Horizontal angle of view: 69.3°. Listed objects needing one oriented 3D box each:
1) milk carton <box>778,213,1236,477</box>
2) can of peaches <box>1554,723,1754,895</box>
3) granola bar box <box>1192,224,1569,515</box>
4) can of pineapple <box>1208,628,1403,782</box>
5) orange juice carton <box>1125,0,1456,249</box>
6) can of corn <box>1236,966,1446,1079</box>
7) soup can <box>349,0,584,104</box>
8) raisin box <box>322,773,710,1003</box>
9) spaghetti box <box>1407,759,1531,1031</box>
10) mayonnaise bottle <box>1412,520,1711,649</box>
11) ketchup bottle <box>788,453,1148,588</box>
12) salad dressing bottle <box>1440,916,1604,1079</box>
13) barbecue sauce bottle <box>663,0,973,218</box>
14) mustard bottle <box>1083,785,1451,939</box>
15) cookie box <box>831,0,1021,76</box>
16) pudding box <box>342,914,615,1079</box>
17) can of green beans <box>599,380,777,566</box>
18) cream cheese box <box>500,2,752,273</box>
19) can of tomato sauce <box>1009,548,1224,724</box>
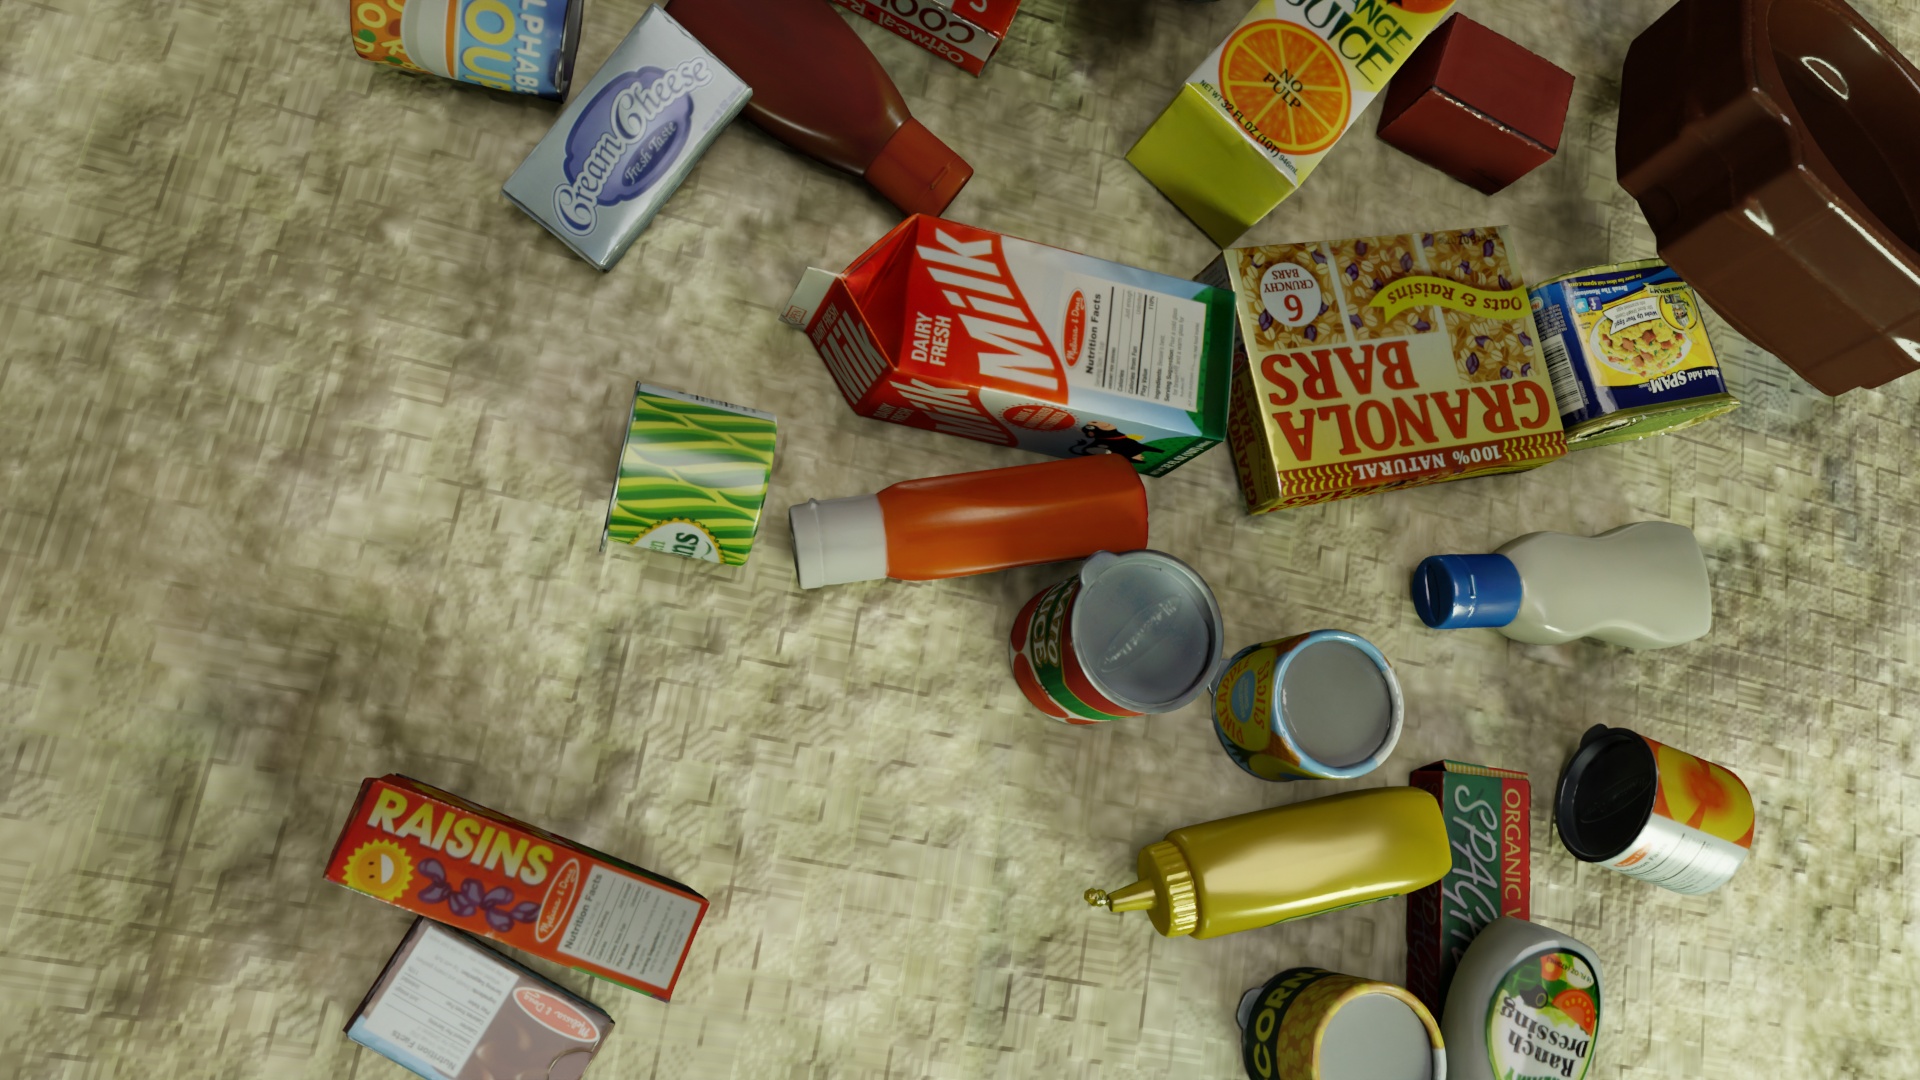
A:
[{"bbox_3d":[0.019,-0.087,0.613,0.191,0.072,0.073,11,76,-15],"label":"milk carton"},{"bbox_3d":[0.331,0.128,0.664,0.058,0.071,0.071,21,74,-11],"label":"can of peaches"},{"bbox_3d":[0.207,-0.086,0.686,0.166,0.039,0.124,-8,81,-18],"label":"granola bar box"},{"bbox_3d":[0.154,0.075,0.626,0.071,0.057,0.071,3,78,-16],"label":"can of pineapple"},{"bbox_3d":[0.175,-0.243,0.691,0.072,0.073,0.193,42,70,-4],"label":"orange juice carton"},{"bbox_3d":[0.163,0.219,0.598,0.071,0.058,0.071,3,78,-16],"label":"can of corn"},{"bbox_3d":[-0.203,-0.223,0.578,0.084,0.071,0.071,9,77,-14],"label":"soup can"},{"bbox_3d":[-0.160,0.125,0.508,0.123,0.086,0.040,23,75,-11],"label":"raisin box"},{"bbox_3d":[0.231,0.228,0.632,0.050,0.028,0.250,9,76,-15],"label":"spaghetti box"},{"bbox_3d":[0.298,0.023,0.690,0.148,0.041,0.065,-1,78,-16],"label":"mayonnaise bottle"},{"bbox_3d":[0.002,-0.008,0.599,0.149,0.065,0.043,-7,105,-9],"label":"ketchup bottle"},{"bbox_3d":[0.228,0.238,0.590,0.064,0.044,0.148,27,73,-9],"label":"salad dressing bottle"},{"bbox_3d":[-0.061,-0.202,0.628,0.148,0.043,0.065,39,85,-6],"label":"barbecue sauce bottle"},{"bbox_3d":[0.130,0.143,0.605,0.160,0.065,0.049,-9,76,-12],"label":"mustard bottle"},{"bbox_3d":[-0.038,-0.315,0.661,0.167,0.040,0.123,24,73,-11],"label":"cookie box"},{"bbox_3d":[-0.179,0.181,0.520,0.083,0.030,0.050,33,71,-8],"label":"pudding box"},{"bbox_3d":[-0.110,-0.026,0.565,0.058,0.071,0.071,13,76,-14],"label":"can of green beans"},{"bbox_3d":[-0.141,-0.170,0.592,0.053,0.024,0.104,39,90,-6],"label":"cream cheese box"},{"bbox_3d":[0.062,0.042,0.593,0.071,0.083,0.071,3,78,-16],"label":"can of tomato sauce"}]
